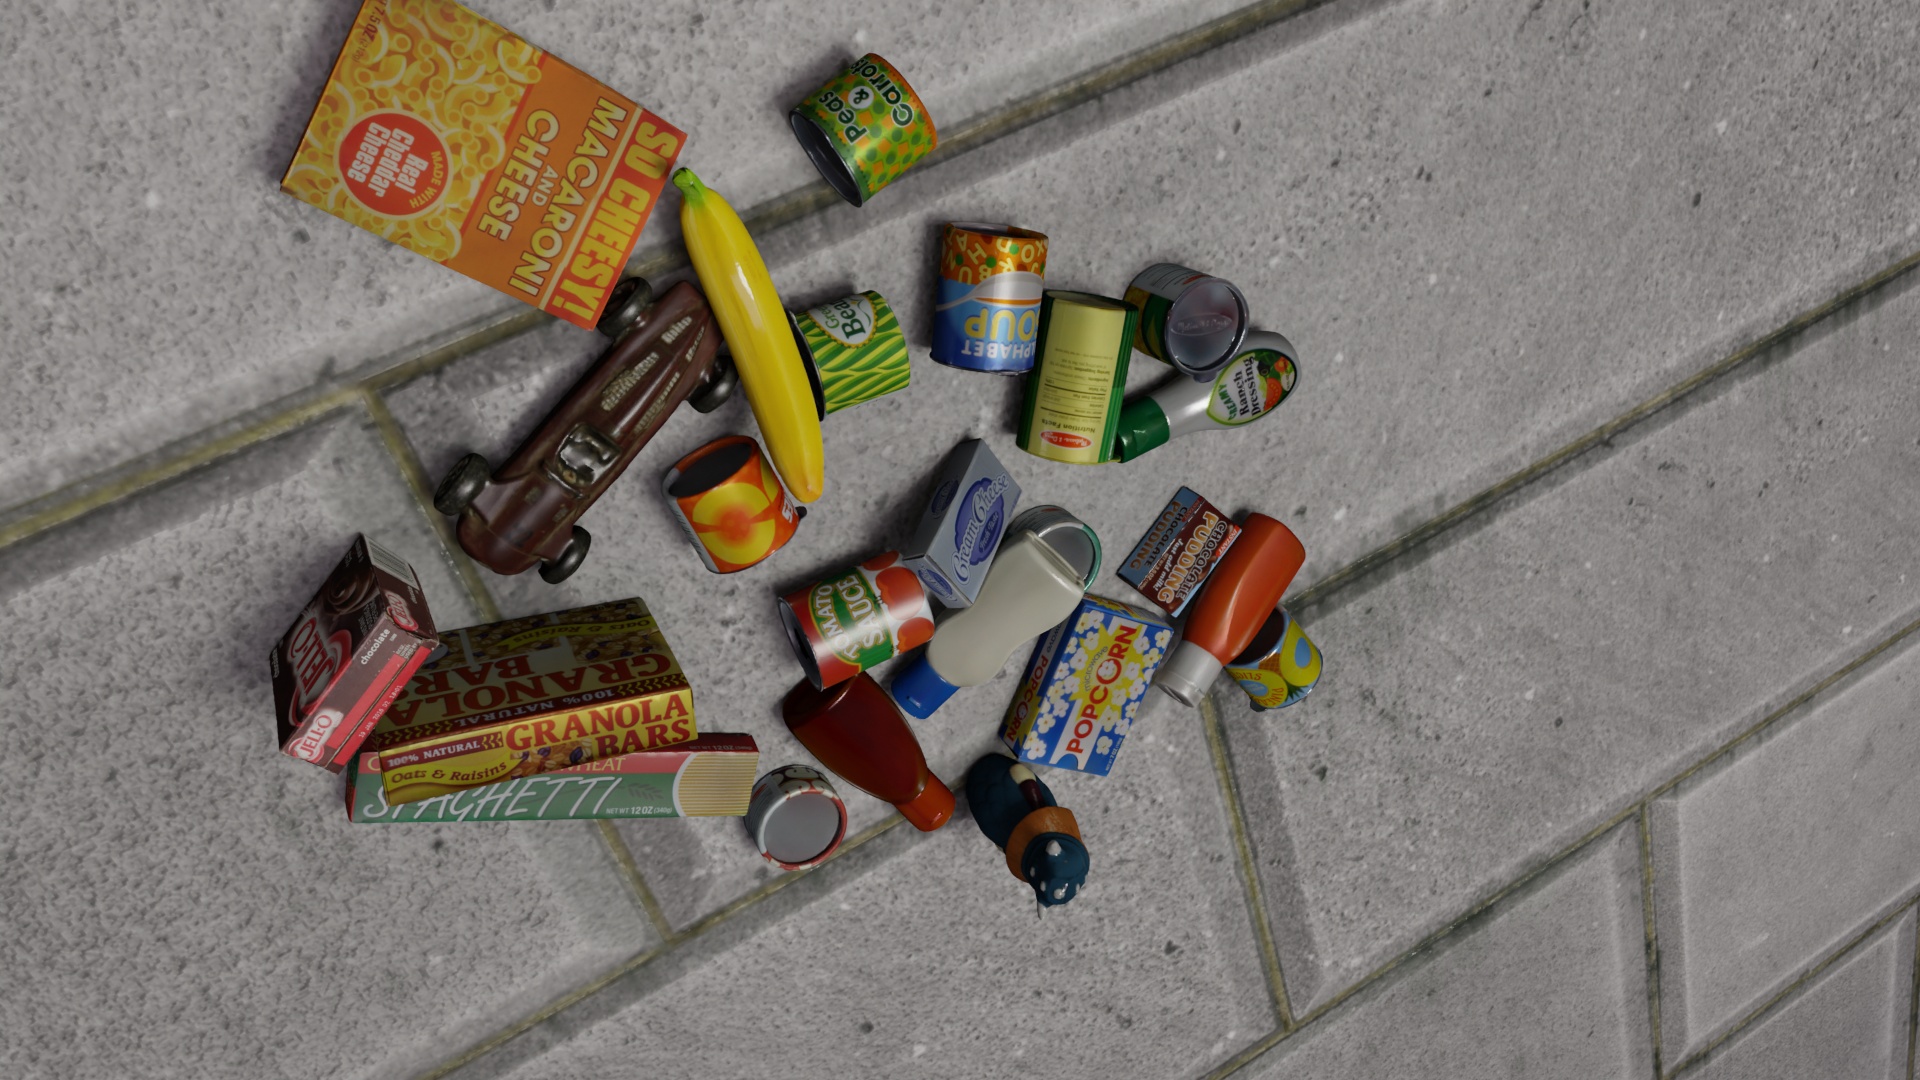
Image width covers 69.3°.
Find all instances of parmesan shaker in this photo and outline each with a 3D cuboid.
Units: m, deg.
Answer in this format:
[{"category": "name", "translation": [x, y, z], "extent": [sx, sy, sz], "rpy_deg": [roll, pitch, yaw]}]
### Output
[{"category": "parmesan shaker", "translation": [0.079, -0.108, 0.913], "extent": [0.071, 0.071, 0.102], "rpy_deg": [0, 109, -26]}]

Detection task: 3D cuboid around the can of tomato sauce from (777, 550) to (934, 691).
[{"category": "can of tomato sauce", "translation": [-0.067, 0.051, 0.904], "extent": [0.083, 0.071, 0.071], "rpy_deg": [-24, 119, -17]}]

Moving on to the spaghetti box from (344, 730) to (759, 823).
[{"category": "spaghetti box", "translation": [-0.252, 0.149, 0.877], "extent": [0.250, 0.029, 0.050], "rpy_deg": [5, 107, -28]}]

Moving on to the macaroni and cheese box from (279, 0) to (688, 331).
[{"category": "macaroni and cheese box", "translation": [-0.247, -0.202, 0.730], "extent": [0.166, 0.040, 0.123], "rpy_deg": [24, 98, -31]}]

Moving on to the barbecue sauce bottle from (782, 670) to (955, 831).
[{"category": "barbecue sauce bottle", "translation": [-0.057, 0.148, 0.965], "extent": [0.065, 0.044, 0.148], "rpy_deg": [-39, 123, -1]}]

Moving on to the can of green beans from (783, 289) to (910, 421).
[{"category": "can of green beans", "translation": [-0.070, -0.112, 0.838], "extent": [0.058, 0.071, 0.071], "rpy_deg": [-22, 118, -18]}]

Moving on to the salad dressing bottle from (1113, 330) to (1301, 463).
[{"category": "salad dressing bottle", "translation": [0.167, -0.099, 0.974], "extent": [0.148, 0.044, 0.064], "rpy_deg": [-26, 121, -15]}]

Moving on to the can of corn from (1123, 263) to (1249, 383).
[{"category": "can of corn", "translation": [0.151, -0.148, 0.938], "extent": [0.071, 0.058, 0.071], "rpy_deg": [-10, 114, -23]}]

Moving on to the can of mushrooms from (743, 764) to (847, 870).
[{"category": "can of mushrooms", "translation": [-0.112, 0.192, 0.962], "extent": [0.071, 0.033, 0.070], "rpy_deg": [-10, 113, -23]}]

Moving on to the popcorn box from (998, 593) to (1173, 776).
[{"category": "popcorn box", "translation": [0.092, 0.105, 1.024], "extent": [0.085, 0.038, 0.126], "rpy_deg": [16, 102, -32]}]

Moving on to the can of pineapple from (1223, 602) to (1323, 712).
[{"category": "can of pineapple", "translation": [0.236, 0.089, 1.071], "extent": [0.071, 0.071, 0.057], "rpy_deg": [-46, 122, -3]}]

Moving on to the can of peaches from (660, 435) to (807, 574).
[{"category": "can of peaches", "translation": [-0.137, -0.024, 0.841], "extent": [0.071, 0.071, 0.058], "rpy_deg": [-33, 120, -11]}]

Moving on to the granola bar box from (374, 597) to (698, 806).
[{"category": "granola bar box", "translation": [-0.248, 0.087, 0.797], "extent": [0.166, 0.124, 0.039], "rpy_deg": [-10, 116, -23]}]

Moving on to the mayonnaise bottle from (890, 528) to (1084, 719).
[{"category": "mayonnaise bottle", "translation": [0.014, 0.062, 0.943], "extent": [0.064, 0.041, 0.147], "rpy_deg": [43, 108, -8]}]

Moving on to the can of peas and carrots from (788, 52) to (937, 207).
[{"category": "can of peas and carrots", "translation": [-0.055, -0.236, 0.793], "extent": [0.059, 0.071, 0.070], "rpy_deg": [-40, 122, -7]}]

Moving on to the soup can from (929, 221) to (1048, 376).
[{"category": "soup can", "translation": [0.019, -0.151, 0.863], "extent": [0.071, 0.071, 0.083], "rpy_deg": [-3, 111, -25]}]

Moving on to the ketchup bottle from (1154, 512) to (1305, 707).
[{"category": "ketchup bottle", "translation": [0.200, 0.054, 1.035], "extent": [0.149, 0.043, 0.064], "rpy_deg": [-55, 136, -11]}]

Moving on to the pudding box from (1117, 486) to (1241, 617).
[{"category": "pudding box", "translation": [0.162, 0.009, 1.024], "extent": [0.049, 0.030, 0.083], "rpy_deg": [36, 92, -34]}]

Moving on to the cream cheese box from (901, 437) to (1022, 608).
[{"category": "cream cheese box", "translation": [0.003, -0.011, 0.909], "extent": [0.053, 0.024, 0.104], "rpy_deg": [49, 50, -32]}]

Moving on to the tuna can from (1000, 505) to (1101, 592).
[{"category": "tuna can", "translation": [0.064, 0.013, 0.976], "extent": [0.071, 0.033, 0.070], "rpy_deg": [-10, 114, -22]}]
